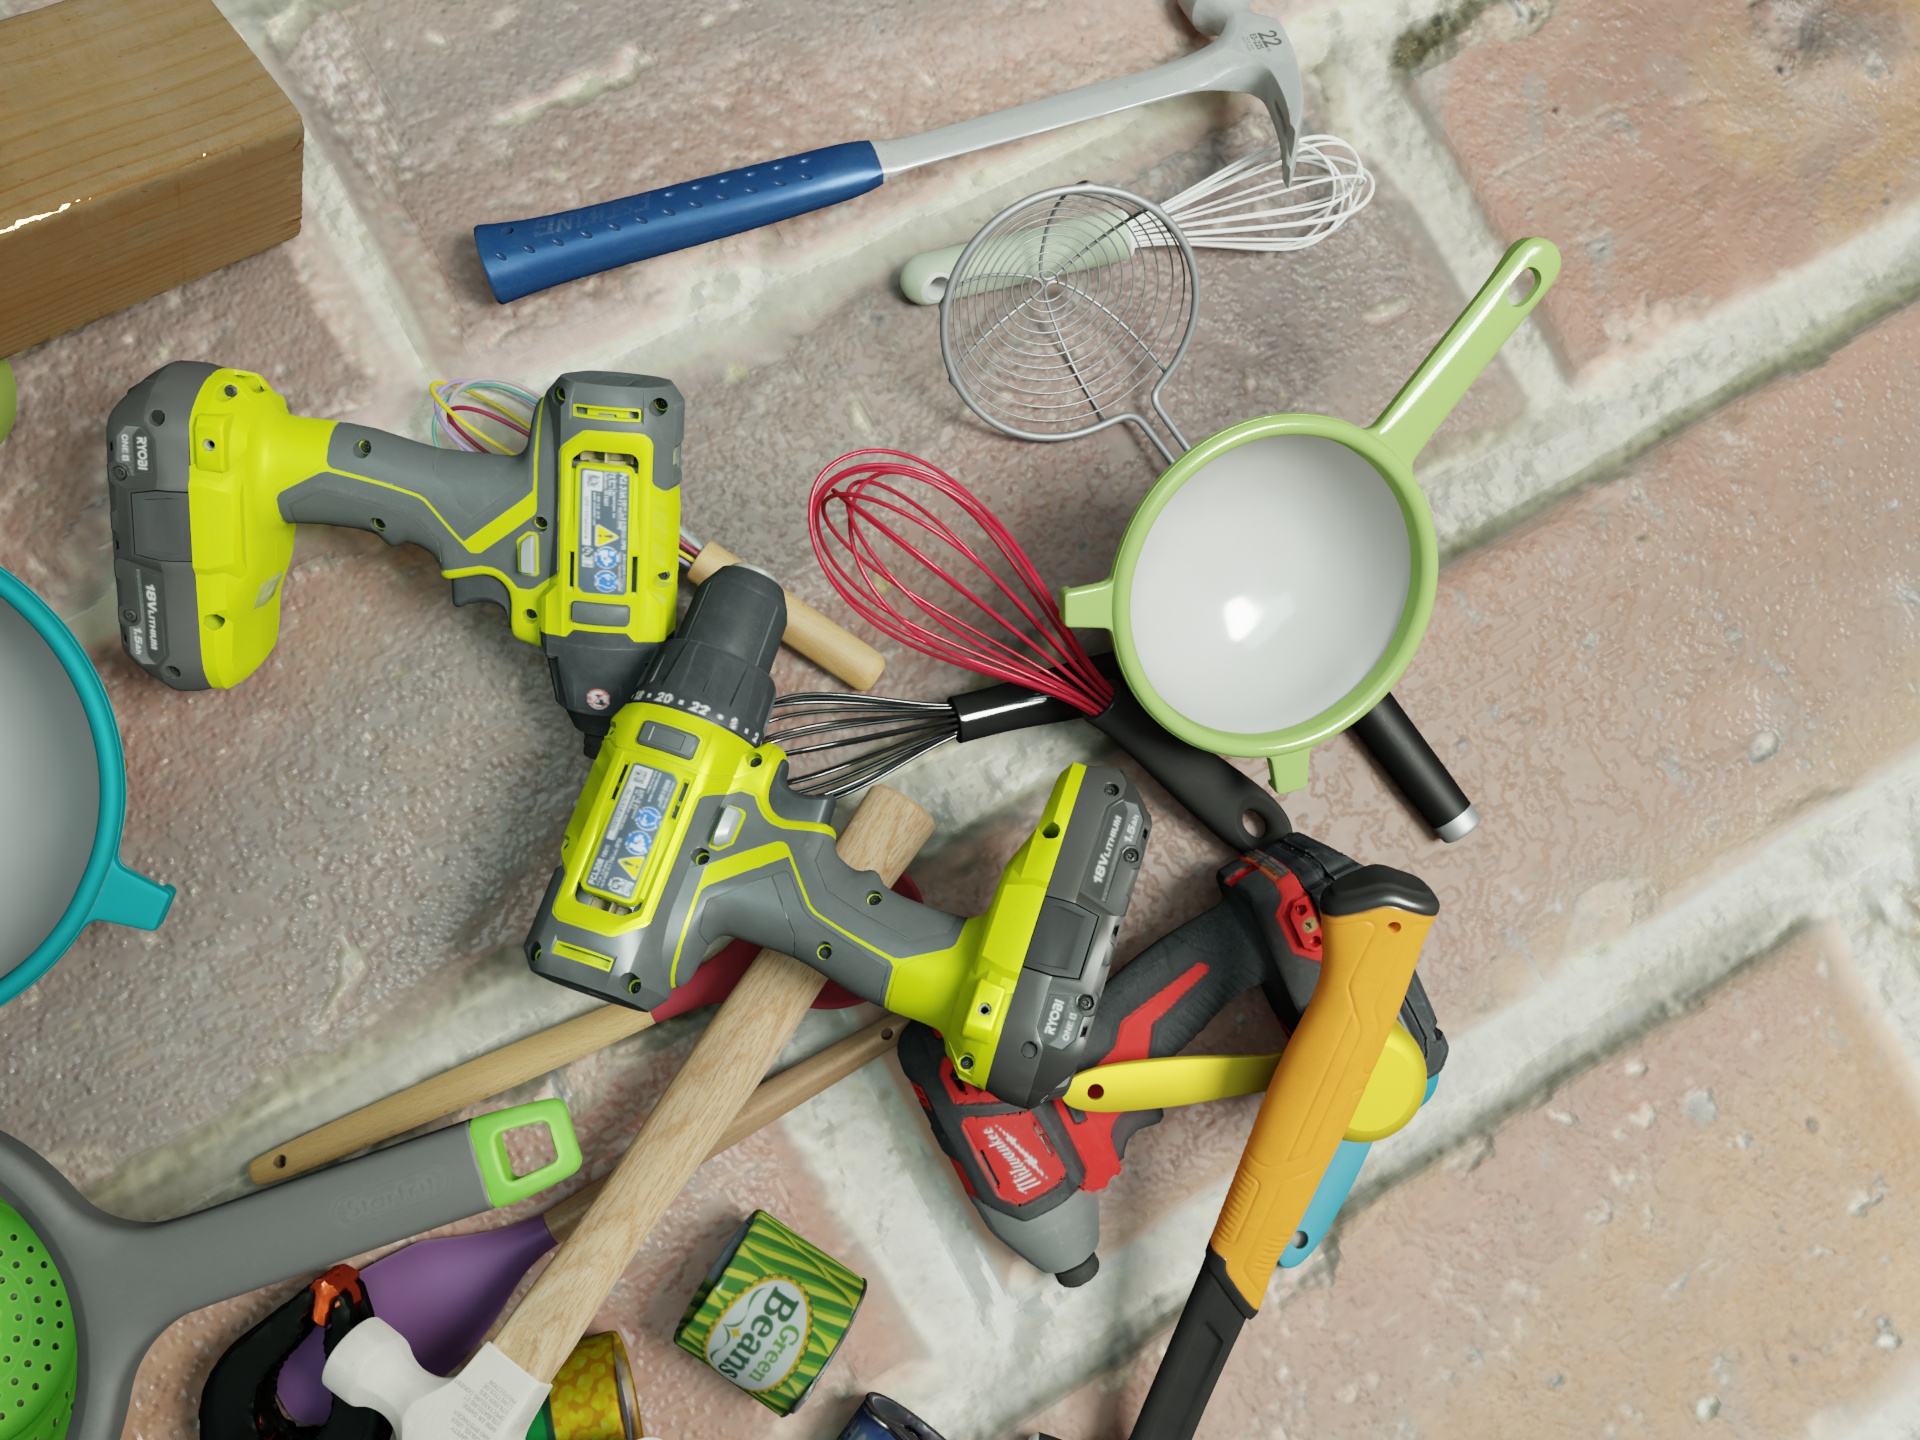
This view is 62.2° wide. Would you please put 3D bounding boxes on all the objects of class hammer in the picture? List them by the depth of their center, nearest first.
[{"bbox_3d":[0.129,0.215,0.660,0.127,0.034,0.336,17,109,-1],"label":"hammer"},{"bbox_3d":[-0.112,0.168,0.668,0.130,0.031,0.331,29,72,17],"label":"hammer"},{"bbox_3d":[-0.029,-0.269,0.765,0.405,0.035,0.144,-17,59,-6],"label":"hammer"}]

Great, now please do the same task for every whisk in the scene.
[{"bbox_3d":[0.049,-0.019,0.712,0.295,0.073,0.073,37,79,-24],"label":"whisk"},{"bbox_3d":[-0.142,-0.085,0.740,0.245,0.047,0.051,34,78,-5],"label":"whisk"},{"bbox_3d":[-0.002,-0.004,0.745,0.239,0.055,0.055,-13,84,-13],"label":"whisk"},{"bbox_3d":[0.089,-0.245,0.793,0.246,0.057,0.059,-14,50,-6],"label":"whisk"}]

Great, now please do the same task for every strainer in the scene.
[{"bbox_3d":[-0.463,-0.038,0.649,0.211,0.095,0.340,-20,96,-6],"label":"strainer"},{"bbox_3d":[0.159,-0.105,0.695,0.151,0.069,0.256,36,95,-24],"label":"strainer"}]

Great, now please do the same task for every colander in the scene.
[{"bbox_3d":[-0.345,0.227,0.641,0.397,0.094,0.204,-17,85,-7],"label":"colander"}]

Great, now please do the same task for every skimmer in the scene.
[{"bbox_3d":[0.131,-0.086,0.749,0.127,0.090,0.363,-37,90,13],"label":"skimmer"}]

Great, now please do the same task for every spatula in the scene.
[{"bbox_3d":[-0.158,0.214,0.707,0.316,0.018,0.060,-30,89,-8],"label":"spatula"}]

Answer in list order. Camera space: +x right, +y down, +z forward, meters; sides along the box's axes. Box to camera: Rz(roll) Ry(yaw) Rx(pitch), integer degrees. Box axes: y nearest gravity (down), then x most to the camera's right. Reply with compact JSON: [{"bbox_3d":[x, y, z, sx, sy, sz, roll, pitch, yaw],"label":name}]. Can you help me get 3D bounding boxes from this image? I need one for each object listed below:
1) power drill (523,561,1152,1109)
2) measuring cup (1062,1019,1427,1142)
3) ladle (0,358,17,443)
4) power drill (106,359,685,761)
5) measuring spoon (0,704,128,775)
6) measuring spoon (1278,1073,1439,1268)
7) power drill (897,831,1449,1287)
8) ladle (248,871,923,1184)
[{"bbox_3d":[-0.043,0.046,0.654,0.228,0.080,0.191,17,73,7],"label":"power drill"},{"bbox_3d":[0.121,0.154,0.668,0.156,0.029,0.062,-4,98,-8],"label":"measuring cup"},{"bbox_3d":[-0.566,-0.083,0.692,0.320,0.062,0.078,-31,89,-3],"label":"ladle"},{"bbox_3d":[-0.235,-0.069,0.688,0.223,0.080,0.171,4,108,-4],"label":"power drill"},{"bbox_3d":[-0.428,0.001,0.709,0.117,0.011,0.021,20,94,-7],"label":"measuring spoon"},{"bbox_3d":[0.187,0.203,0.751,0.042,0.021,0.128,34,78,-2],"label":"measuring spoon"},{"bbox_3d":[0.095,0.154,0.716,0.219,0.078,0.143,-26,100,-5],"label":"power drill"},{"bbox_3d":[-0.164,0.140,0.714,0.315,0.031,0.069,-22,76,-8],"label":"ladle"}]
